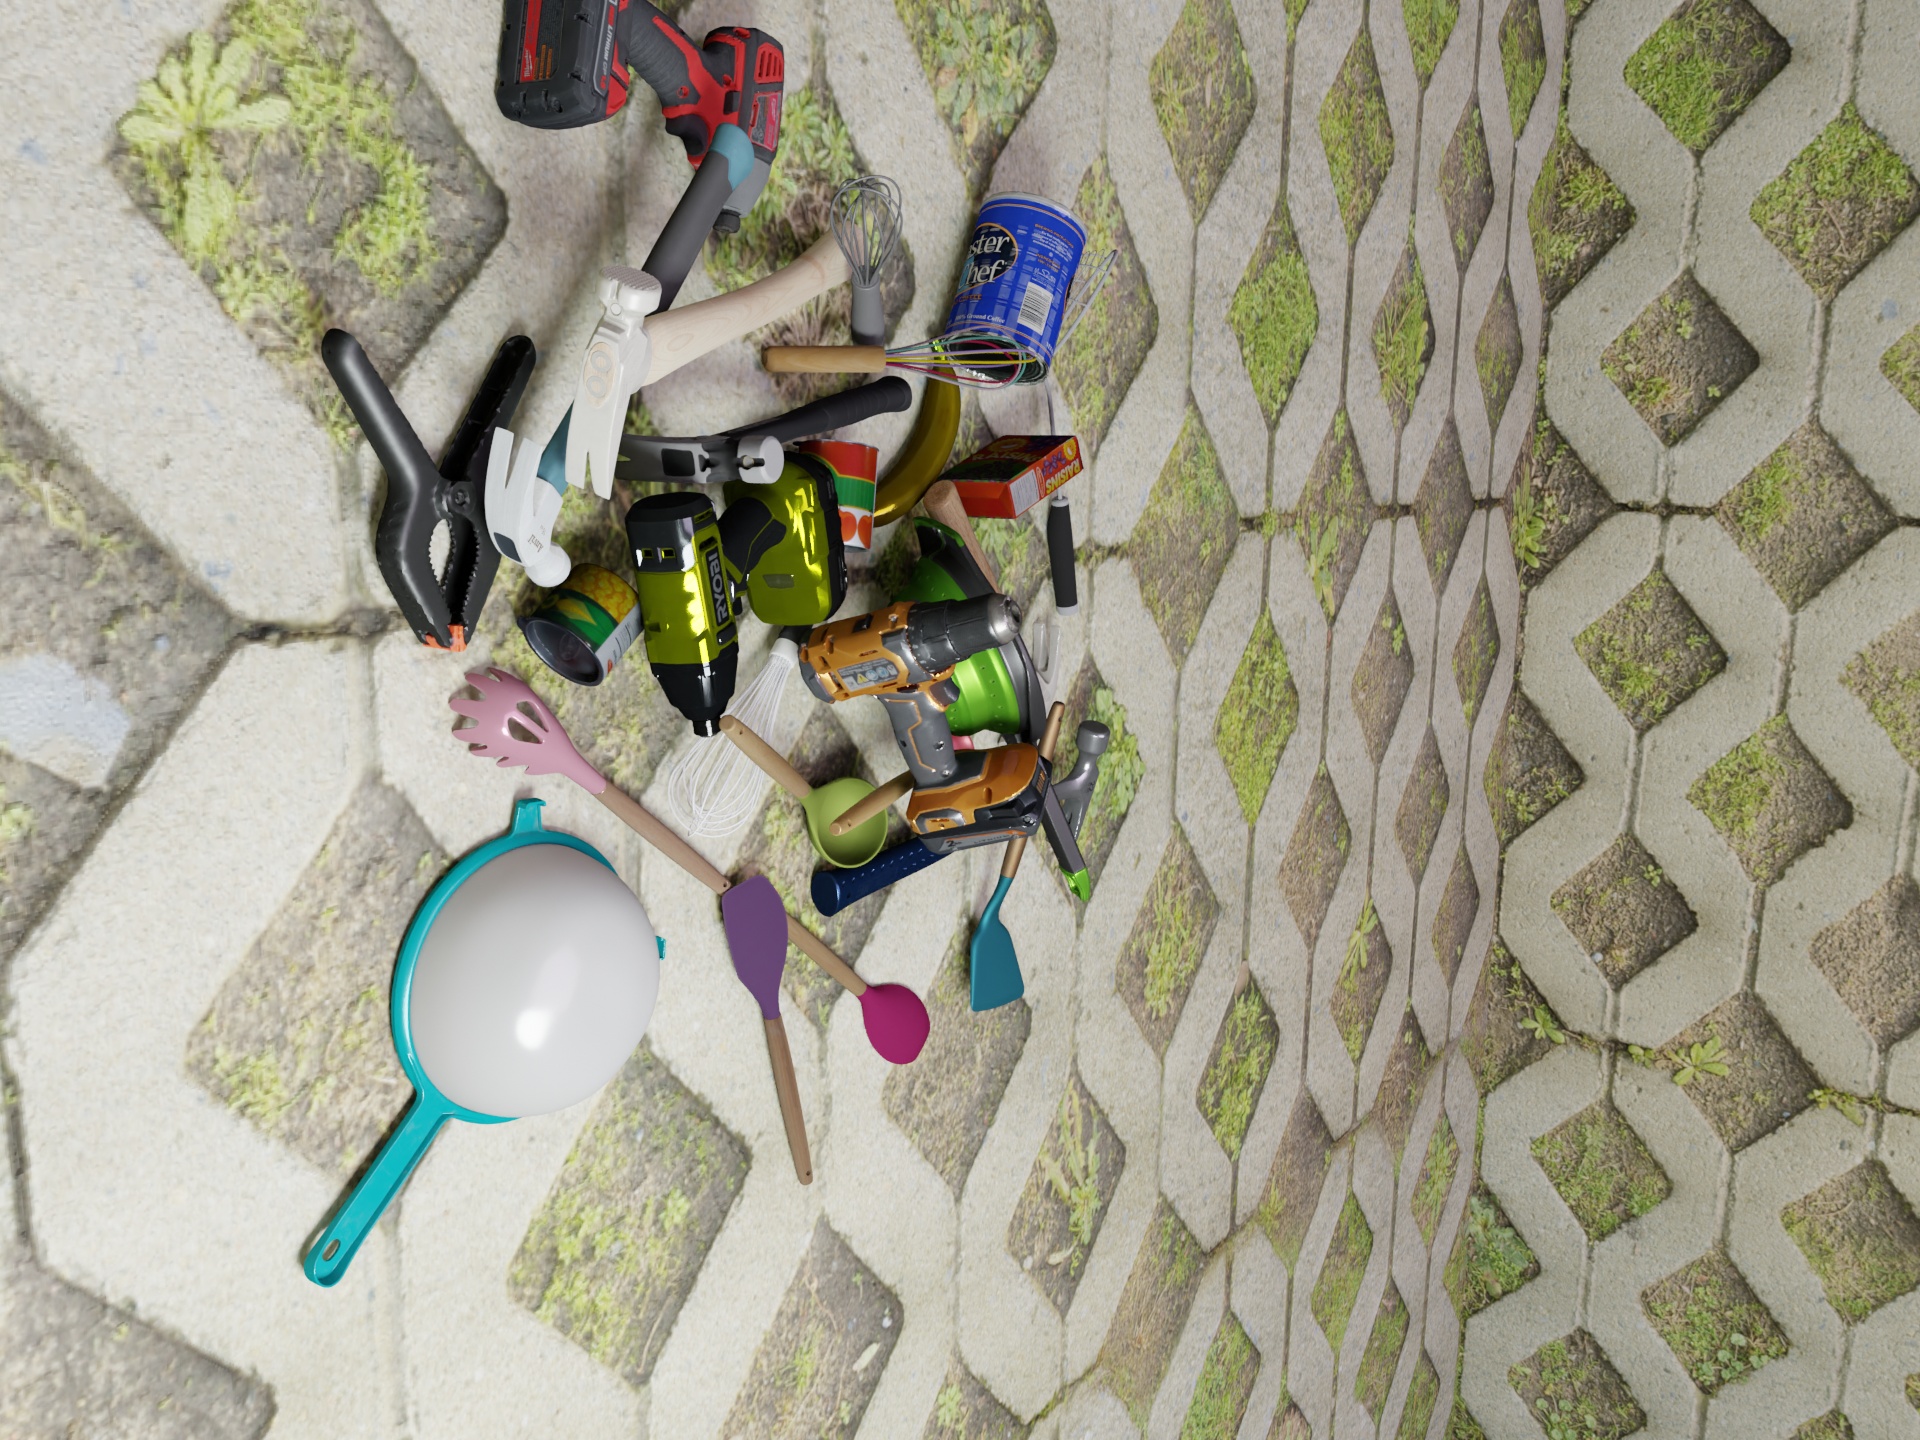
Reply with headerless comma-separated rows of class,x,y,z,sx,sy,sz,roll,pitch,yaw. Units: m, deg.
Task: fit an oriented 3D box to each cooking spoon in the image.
cooking spoon,-0.103,0.231,1.432,0.069,0.017,0.318,-62,141,-21

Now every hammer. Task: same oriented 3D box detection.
hammer,0.009,0.111,1.532,0.405,0.035,0.144,-20,129,-48
hammer,-0.131,-0.230,1.232,0.335,0.146,0.035,-38,128,-59
hammer,-0.223,-0.254,1.064,0.128,0.033,0.331,75,40,-75
hammer,0.032,-0.106,1.511,0.130,0.031,0.331,-64,149,-27
hammer,-0.159,-0.286,1.142,0.411,0.038,0.146,-53,166,-58

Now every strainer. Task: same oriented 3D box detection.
strainer,-0.308,0.235,1.077,0.340,0.095,0.210,-60,140,-30

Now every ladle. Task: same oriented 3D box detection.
ladle,-0.049,0.057,1.391,0.069,0.031,0.315,71,21,-4
ladle,-0.122,0.051,1.253,0.320,0.062,0.078,58,48,-70

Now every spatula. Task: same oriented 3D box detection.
spatula,-0.155,0.271,1.359,0.060,0.018,0.315,-27,122,-36
spatula,0.062,0.132,1.549,0.082,0.044,0.317,-6,118,-47

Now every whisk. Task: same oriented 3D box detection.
whisk,-0.072,-0.348,1.247,0.238,0.055,0.055,99,11,-73
whisk,-0.154,-0.028,1.277,0.070,0.070,0.285,55,50,-45
whisk,-0.047,-0.298,1.312,0.245,0.047,0.051,-7,143,-27

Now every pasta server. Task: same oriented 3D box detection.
pasta server,-0.258,0.059,1.175,0.315,0.040,0.060,51,56,-51

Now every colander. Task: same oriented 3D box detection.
colander,0.014,0.016,1.424,0.094,0.205,0.396,-29,114,-13

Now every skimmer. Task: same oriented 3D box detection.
skimmer,0.123,-0.279,1.581,0.127,0.090,0.363,-81,166,-65

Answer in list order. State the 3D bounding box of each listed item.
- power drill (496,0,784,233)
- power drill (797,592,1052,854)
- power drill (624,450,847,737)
power drill,-0.208,-0.433,1.100,0.219,0.078,0.143,2,96,-58
power drill,-0.002,-0.004,1.283,0.226,0.185,0.084,58,32,-31
power drill,-0.163,-0.101,1.173,0.223,0.080,0.171,-51,138,-60
